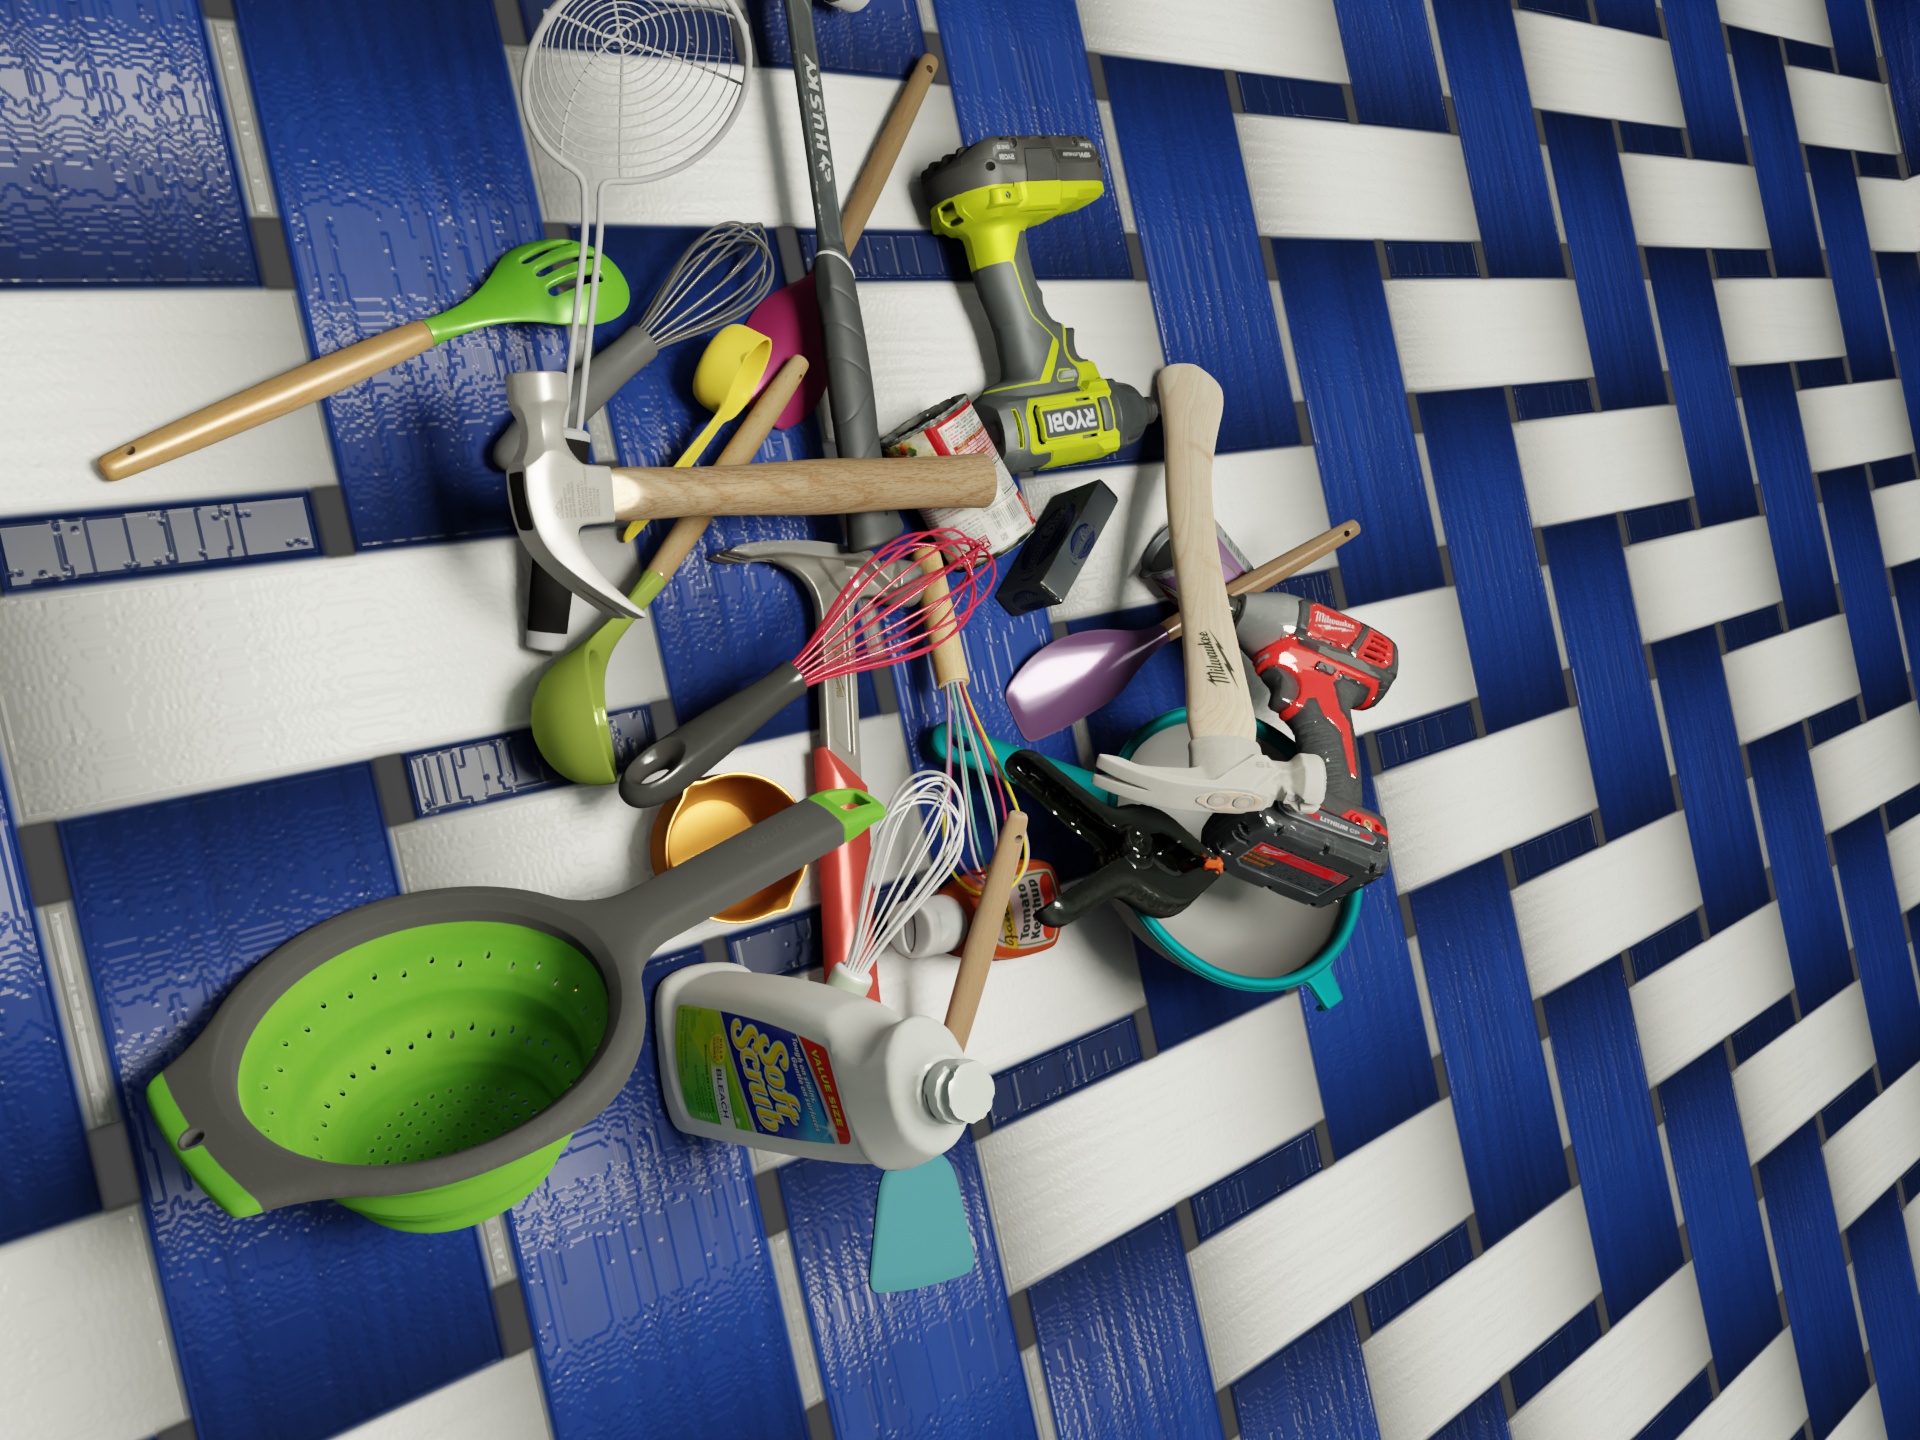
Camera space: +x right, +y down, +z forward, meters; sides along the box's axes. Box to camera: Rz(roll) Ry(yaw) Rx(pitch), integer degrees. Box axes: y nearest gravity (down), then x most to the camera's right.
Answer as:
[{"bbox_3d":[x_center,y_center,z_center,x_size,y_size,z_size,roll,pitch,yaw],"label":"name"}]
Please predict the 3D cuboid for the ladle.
[{"bbox_3d":[-0.157,-0.100,0.941,0.062,0.078,0.320,22,62,10],"label":"ladle"}]

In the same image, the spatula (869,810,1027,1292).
[{"bbox_3d":[0.003,0.207,0.992,0.082,0.044,0.317,3,109,-36],"label":"spatula"}]

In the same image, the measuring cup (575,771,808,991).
[{"bbox_3d":[-0.167,0.101,0.917,0.173,0.052,0.095,-42,106,-20],"label":"measuring cup"}]

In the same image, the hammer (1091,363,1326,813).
[{"bbox_3d":[0.159,-0.111,1.127,0.146,0.038,0.411,4,51,-5],"label":"hammer"}]

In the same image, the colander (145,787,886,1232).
[{"bbox_3d":[-0.194,0.148,0.823,0.397,0.205,0.094,-27,132,-35],"label":"colander"}]

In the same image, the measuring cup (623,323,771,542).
[{"bbox_3d":[-0.167,-0.176,0.963,0.029,0.062,0.156,32,75,2],"label":"measuring cup"}]

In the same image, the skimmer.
[{"bbox_3d":[-0.190,-0.215,0.861,0.127,0.090,0.363,3,97,-44],"label":"skimmer"}]

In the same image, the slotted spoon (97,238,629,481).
[{"bbox_3d":[-0.308,-0.197,0.855,0.070,0.031,0.314,45,56,13],"label":"slotted spoon"}]

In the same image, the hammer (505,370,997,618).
[{"bbox_3d":[-0.104,-0.132,0.920,0.331,0.031,0.130,-9,99,-42],"label":"hammer"}]

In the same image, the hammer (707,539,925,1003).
[{"bbox_3d":[-0.081,0.066,0.996,0.149,0.037,0.359,2,81,-38],"label":"hammer"}]

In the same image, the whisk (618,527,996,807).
[{"bbox_3d":[-0.085,-0.035,0.947,0.296,0.073,0.073,-38,107,-31],"label":"whisk"}]

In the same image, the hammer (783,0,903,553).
[{"bbox_3d":[-0.085,-0.309,1.011,0.149,0.036,0.409,-5,86,-56],"label":"hammer"}]

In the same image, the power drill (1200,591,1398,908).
[{"bbox_3d":[0.236,0.008,1.124,0.143,0.078,0.220,22,56,-15],"label":"power drill"}]

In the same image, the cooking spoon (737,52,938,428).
[{"bbox_3d":[-0.074,-0.332,1.072,0.068,0.017,0.319,34,64,-30],"label":"cooking spoon"}]

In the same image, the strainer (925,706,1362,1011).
[{"bbox_3d":[0.120,0.081,1.132,0.340,0.095,0.211,20,59,-15],"label":"strainer"}]

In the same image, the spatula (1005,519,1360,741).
[{"bbox_3d":[0.169,-0.078,1.168,0.316,0.018,0.059,-28,102,-17],"label":"spatula"}]

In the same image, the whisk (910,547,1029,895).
[{"bbox_3d":[-0.004,-0.003,1.035,0.051,0.047,0.245,23,49,-57],"label":"whisk"}]

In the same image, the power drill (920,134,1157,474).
[{"bbox_3d":[0.061,-0.295,1.142,0.171,0.080,0.223,-17,98,-38],"label":"power drill"}]

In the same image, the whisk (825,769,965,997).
[{"bbox_3d":[-0.061,0.142,0.942,0.057,0.059,0.246,17,101,-52],"label":"whisk"}]

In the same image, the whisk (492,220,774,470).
[{"bbox_3d":[-0.192,-0.224,0.949,0.239,0.055,0.055,-49,113,-27],"label":"whisk"}]
